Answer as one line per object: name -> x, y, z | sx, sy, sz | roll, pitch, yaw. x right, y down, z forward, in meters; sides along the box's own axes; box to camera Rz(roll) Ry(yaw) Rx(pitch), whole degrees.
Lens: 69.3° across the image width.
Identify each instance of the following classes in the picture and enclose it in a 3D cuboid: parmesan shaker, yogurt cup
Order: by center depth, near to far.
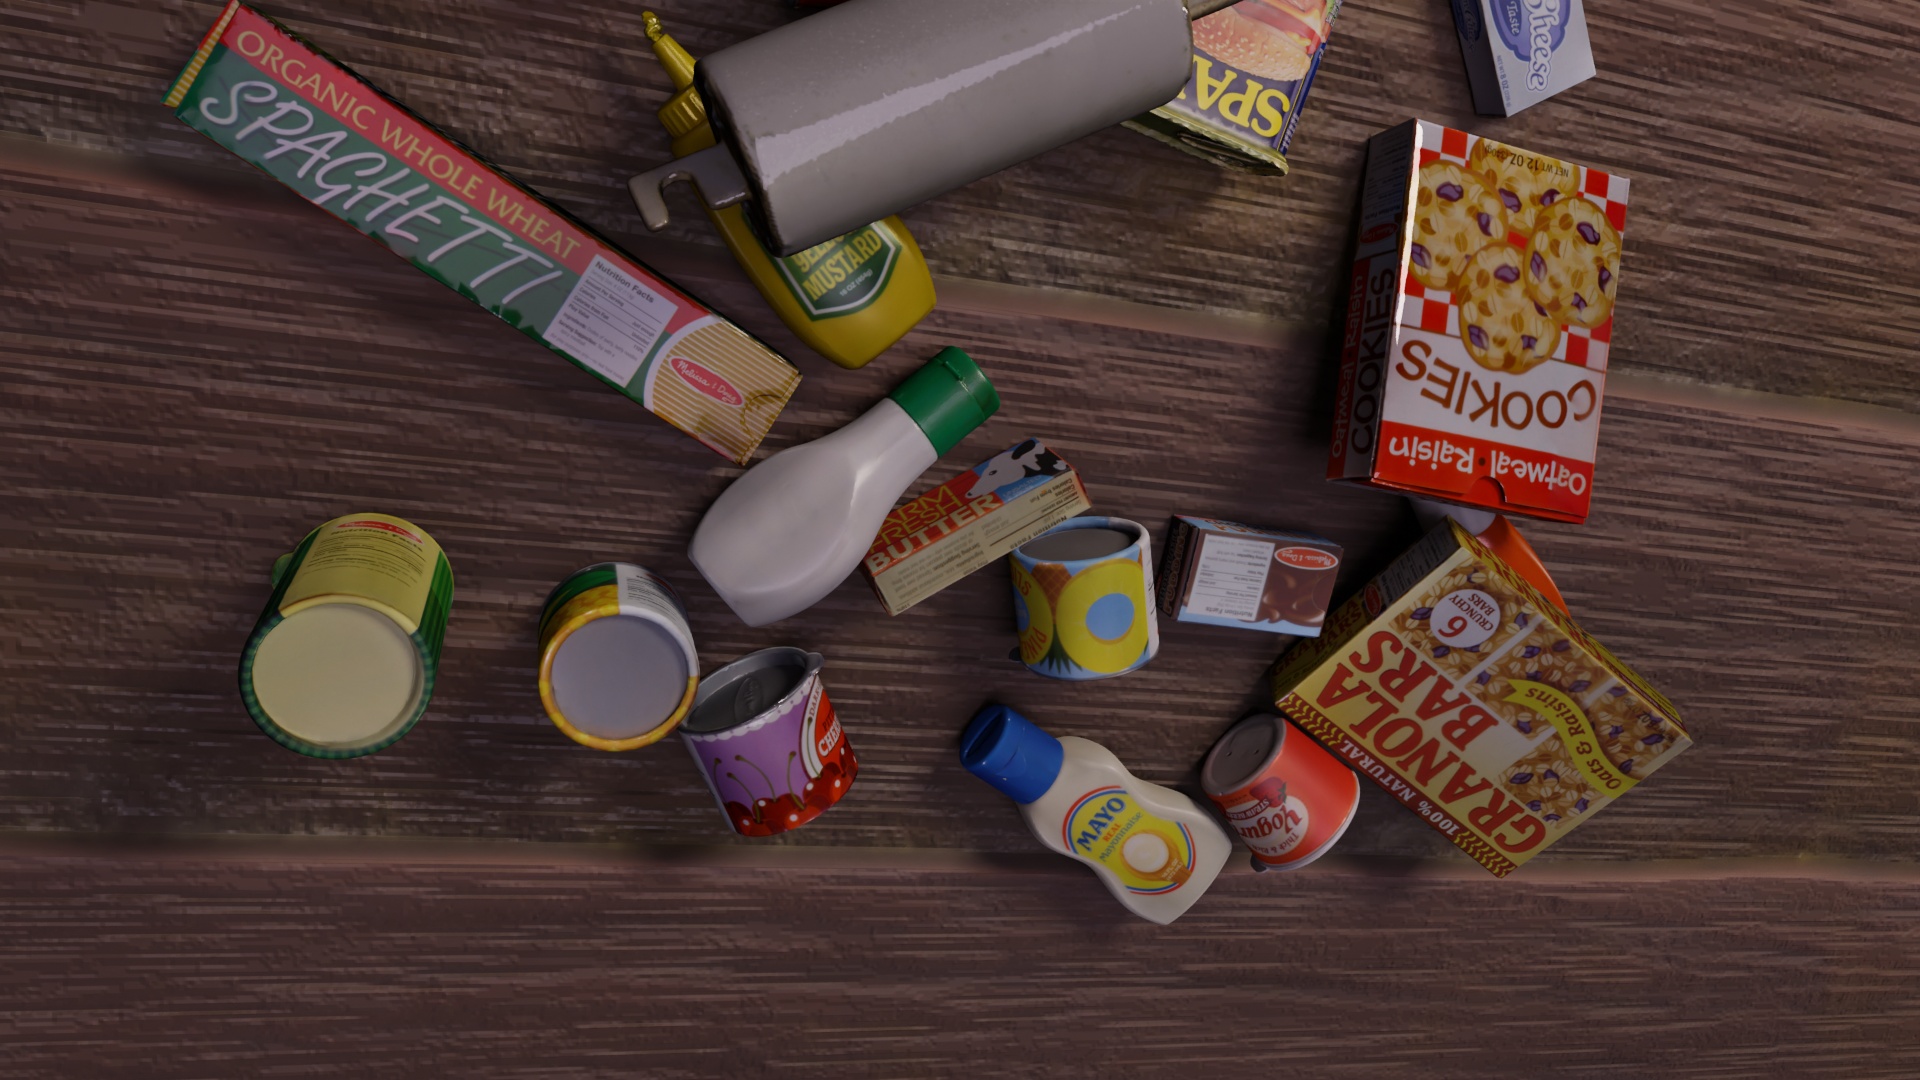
parmesan shaker -> -0.238, 0.035, 0.540 | 0.071, 0.103, 0.071 | -5, 108, -15
yogurt cup -> 0.160, 0.125, 0.708 | 0.072, 0.072, 0.054 | -45, 105, 1

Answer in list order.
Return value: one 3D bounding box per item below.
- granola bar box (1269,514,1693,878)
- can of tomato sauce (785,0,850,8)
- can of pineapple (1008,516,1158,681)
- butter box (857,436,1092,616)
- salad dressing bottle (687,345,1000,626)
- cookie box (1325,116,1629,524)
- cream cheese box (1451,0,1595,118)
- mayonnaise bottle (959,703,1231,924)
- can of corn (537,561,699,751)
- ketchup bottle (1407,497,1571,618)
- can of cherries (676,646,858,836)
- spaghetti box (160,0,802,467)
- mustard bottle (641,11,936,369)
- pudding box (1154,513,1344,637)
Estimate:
granola bar box -> 0.260, 0.082, 0.703 | 0.165, 0.039, 0.123 | 37, 115, -13
can of tomato sauce -> -0.026, -0.243, 0.537 | 0.083, 0.071, 0.071 | -6, 108, -15
can of pineapple -> 0.055, 0.026, 0.644 | 0.071, 0.071, 0.057 | -12, 109, -13
butter box -> 0.002, -0.008, 0.626 | 0.103, 0.053, 0.024 | -29, 115, -6
salad dressing bottle -> -0.049, -0.026, 0.606 | 0.148, 0.044, 0.064 | -40, 69, -8
cookie box -> 0.244, -0.099, 0.653 | 0.123, 0.040, 0.167 | 9, 87, -18
cream cheese box -> 0.256, -0.255, 0.642 | 0.053, 0.024, 0.103 | -27, 112, -9
mayonnaise bottle -> 0.065, 0.133, 0.693 | 0.148, 0.041, 0.064 | 36, 96, -23
can of corn -> -0.149, 0.051, 0.595 | 0.071, 0.058, 0.071 | -5, 107, -15
ketchup bottle -> 0.271, 0.020, 0.719 | 0.065, 0.044, 0.148 | -30, 112, 2
can of cherries -> -0.084, 0.089, 0.621 | 0.071, 0.071, 0.058 | -25, 112, -8
spaghetti box -> -0.179, -0.116, 0.552 | 0.250, 0.029, 0.050 | 33, 95, -22
mustard bottle -> -0.077, -0.144, 0.563 | 0.065, 0.049, 0.160 | -42, 113, -3
pudding box -> 0.142, 0.018, 0.687 | 0.084, 0.030, 0.049 | 7, 103, -18
